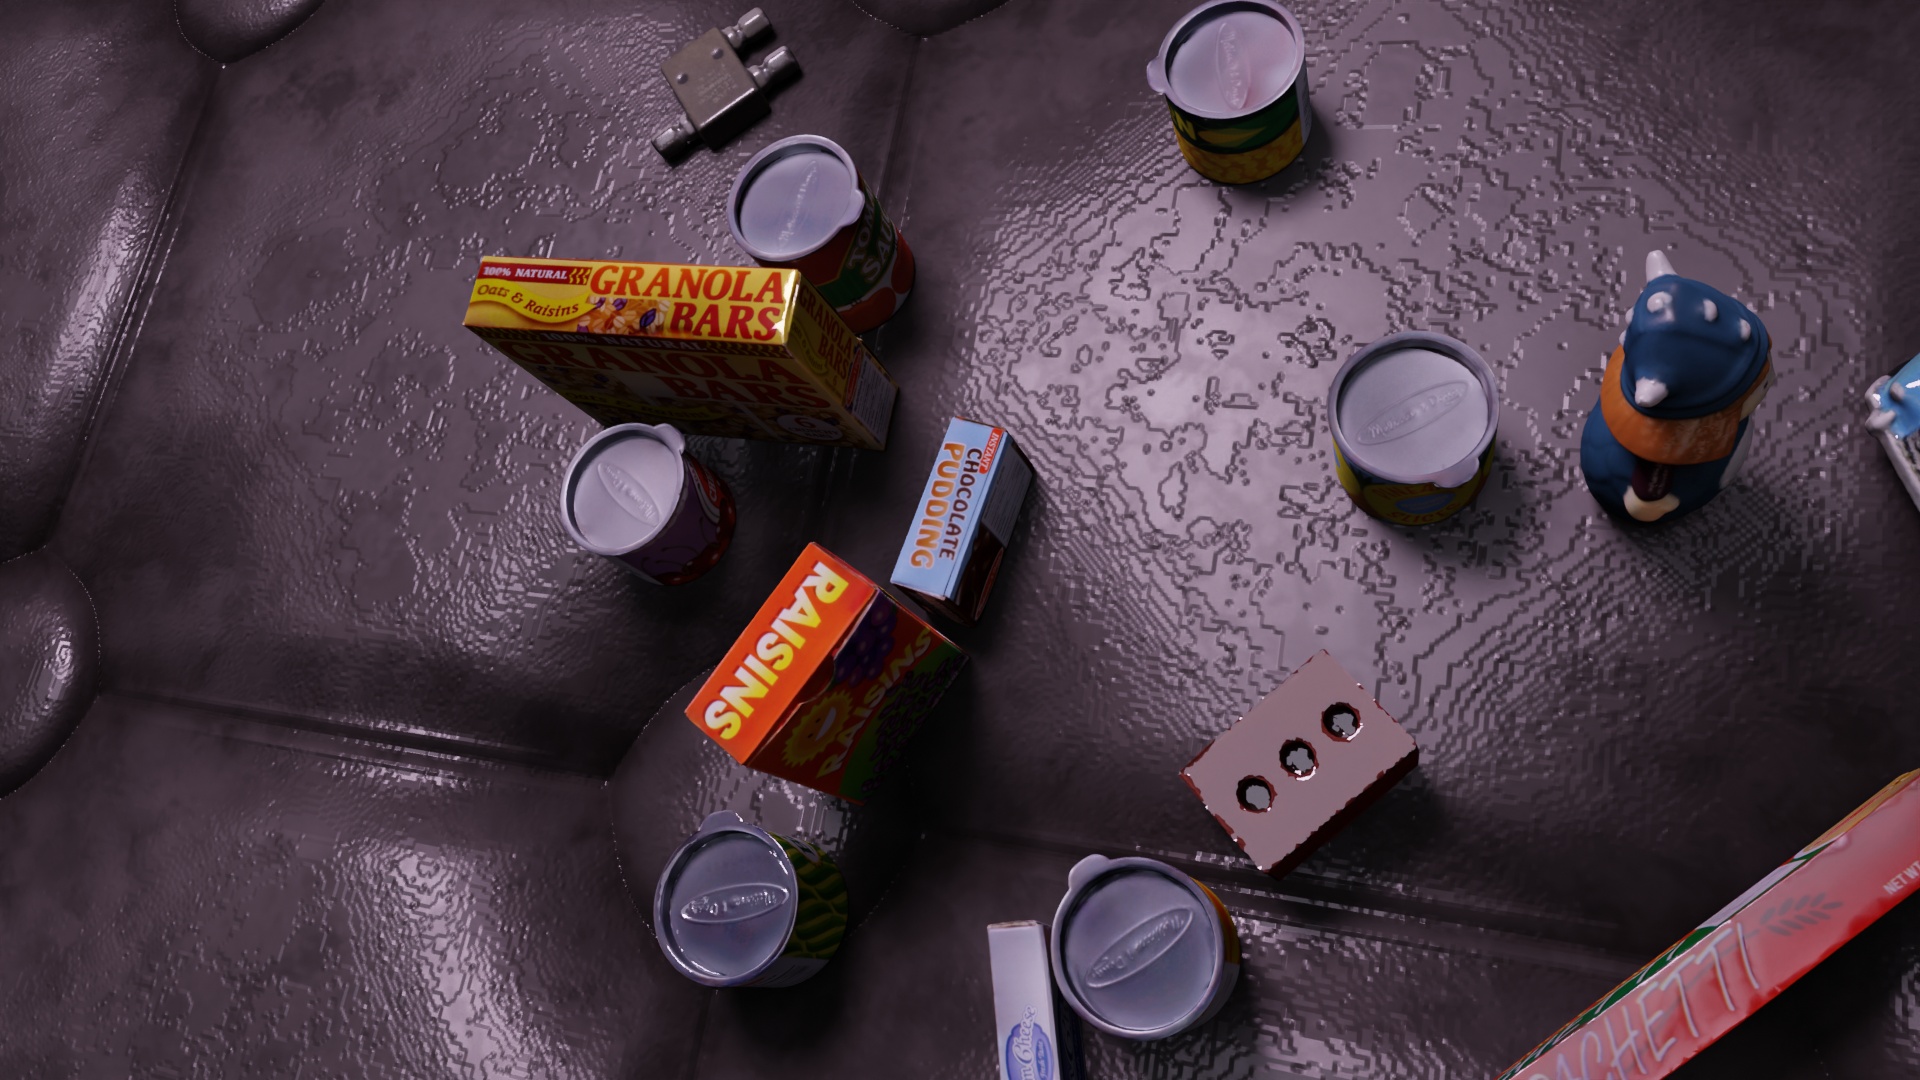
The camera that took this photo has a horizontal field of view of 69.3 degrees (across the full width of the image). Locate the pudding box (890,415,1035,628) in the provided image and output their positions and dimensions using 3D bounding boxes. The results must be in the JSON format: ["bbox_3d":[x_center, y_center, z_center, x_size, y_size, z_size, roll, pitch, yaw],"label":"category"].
[{"bbox_3d":[0.002,-0.008,0.630,0.030,0.049,0.084,15,77,22],"label":"pudding box"}]

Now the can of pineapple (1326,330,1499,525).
[{"bbox_3d":[0.188,-0.044,0.578,0.071,0.057,0.071,-6,70,16],"label":"can of pineapple"}]

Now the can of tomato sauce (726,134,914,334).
[{"bbox_3d":[-0.065,-0.147,0.682,0.071,0.083,0.071,-6,71,16],"label":"can of tomato sauce"}]

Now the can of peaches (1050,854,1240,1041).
[{"bbox_3d":[0.073,0.158,0.545,0.071,0.058,0.071,-6,70,16],"label":"can of peaches"}]

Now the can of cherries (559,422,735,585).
[{"bbox_3d":[-0.149,-0.018,0.678,0.071,0.058,0.071,-6,70,16],"label":"can of cherries"}]

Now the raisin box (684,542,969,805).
[{"bbox_3d":[-0.051,0.061,0.583,0.040,0.123,0.086,35,85,25],"label":"raisin box"}]

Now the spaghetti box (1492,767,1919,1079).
[{"bbox_3d":[0.250,0.164,0.490,0.250,0.050,0.029,-38,65,3],"label":"spaghetti box"}]

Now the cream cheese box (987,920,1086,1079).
[{"bbox_3d":[0.032,0.204,0.545,0.024,0.053,0.104,-11,69,15],"label":"cream cheese box"}]

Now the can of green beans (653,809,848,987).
[{"bbox_3d":[-0.089,0.158,0.598,0.071,0.057,0.071,-6,70,16],"label":"can of green beans"}]

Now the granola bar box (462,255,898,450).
[{"bbox_3d":[-0.128,-0.088,0.659,0.165,0.124,0.039,6,75,20],"label":"granola bar box"}]

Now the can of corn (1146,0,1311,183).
[{"bbox_3d":[0.128,-0.210,0.654,0.071,0.058,0.071,-6,70,16],"label":"can of corn"}]
